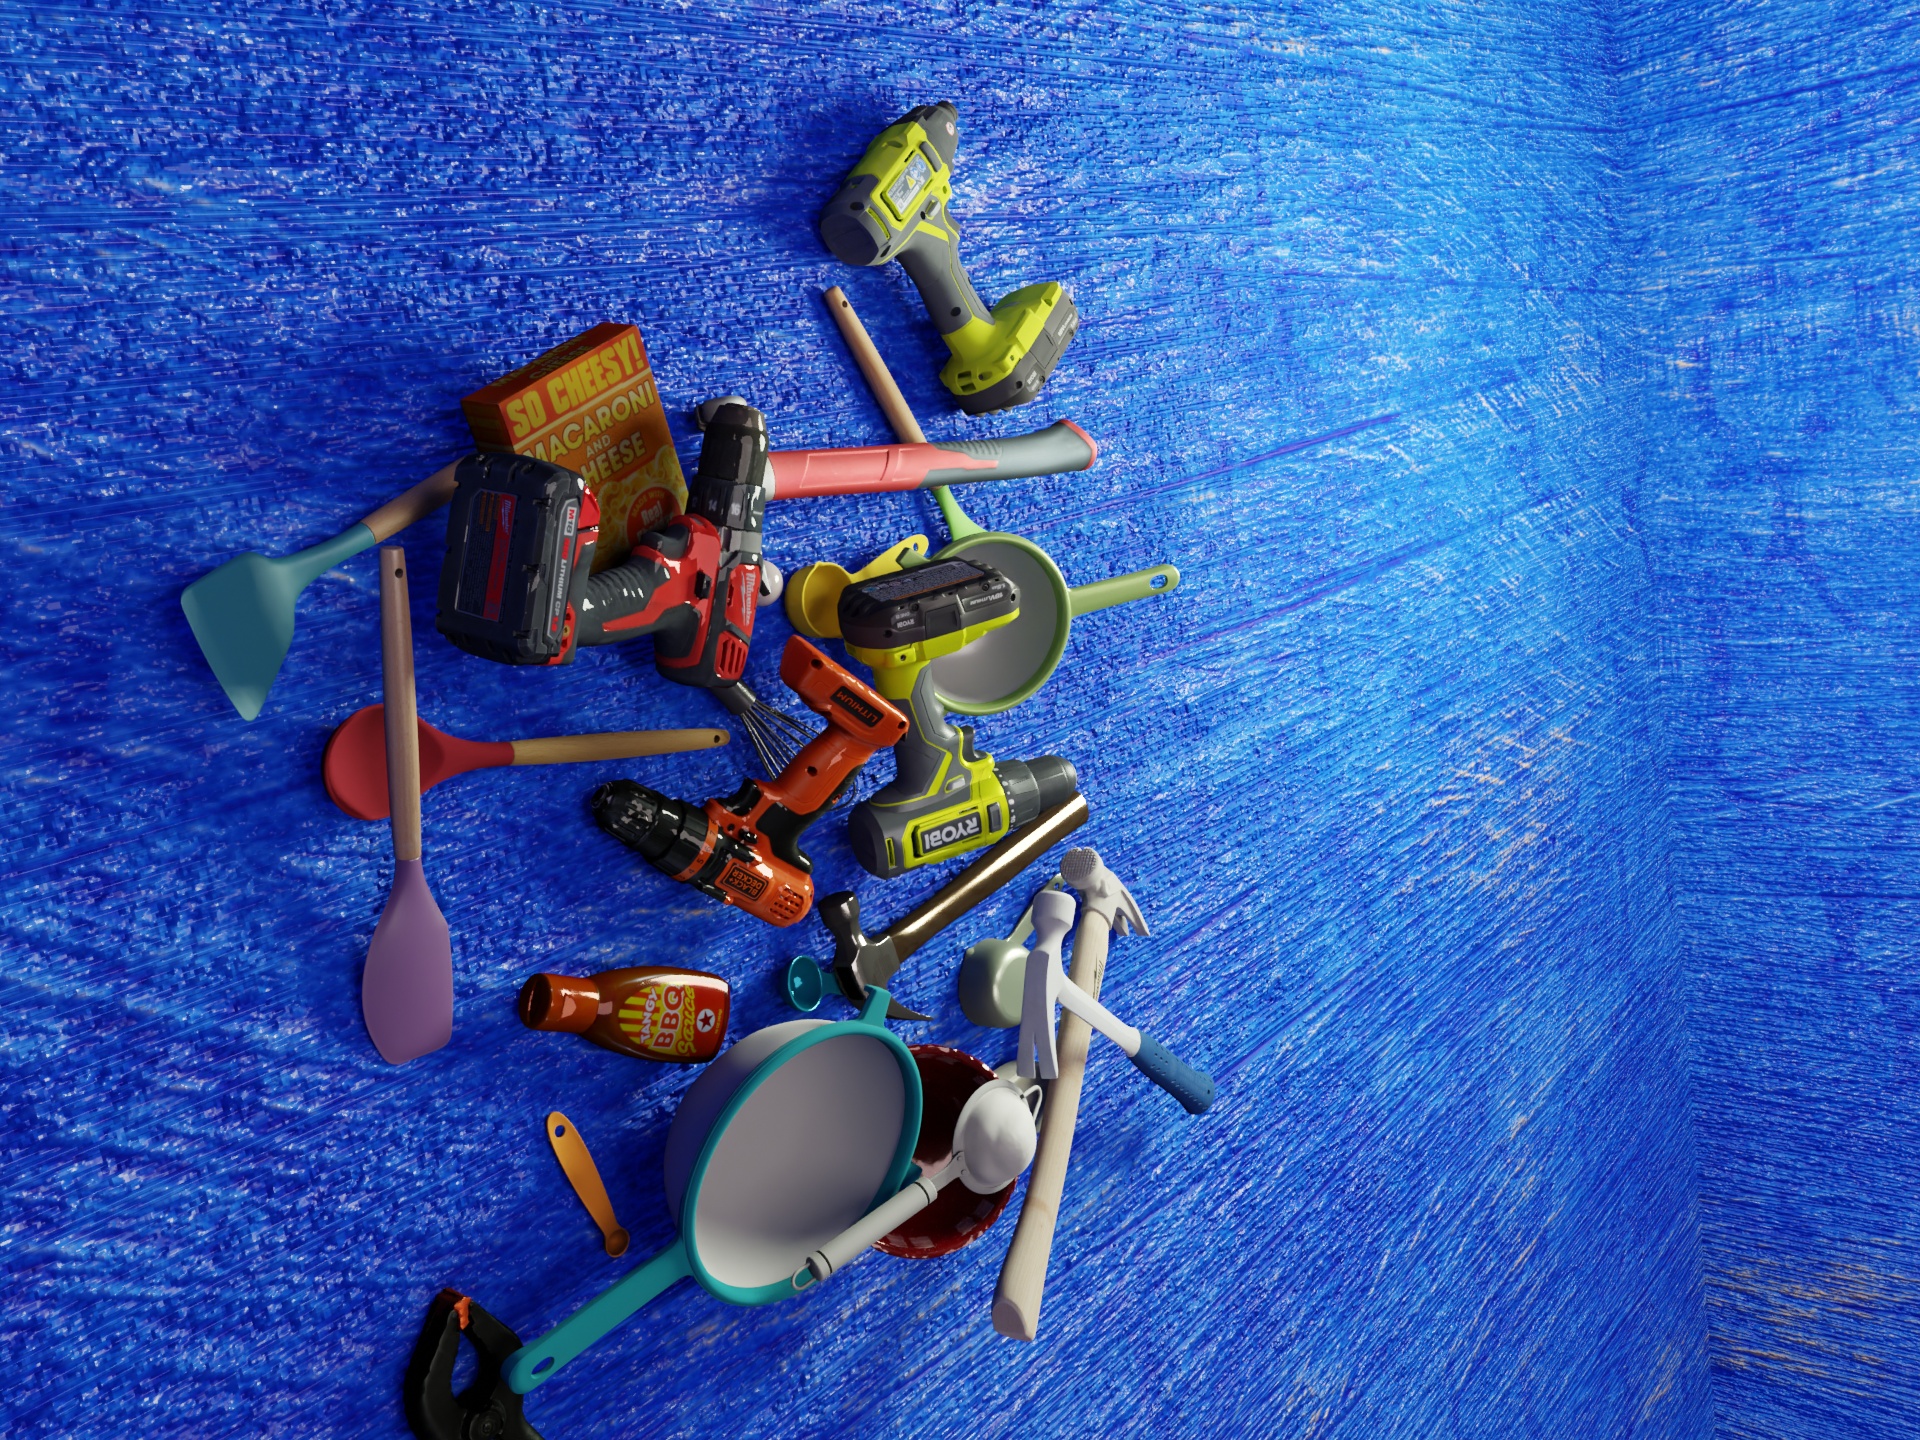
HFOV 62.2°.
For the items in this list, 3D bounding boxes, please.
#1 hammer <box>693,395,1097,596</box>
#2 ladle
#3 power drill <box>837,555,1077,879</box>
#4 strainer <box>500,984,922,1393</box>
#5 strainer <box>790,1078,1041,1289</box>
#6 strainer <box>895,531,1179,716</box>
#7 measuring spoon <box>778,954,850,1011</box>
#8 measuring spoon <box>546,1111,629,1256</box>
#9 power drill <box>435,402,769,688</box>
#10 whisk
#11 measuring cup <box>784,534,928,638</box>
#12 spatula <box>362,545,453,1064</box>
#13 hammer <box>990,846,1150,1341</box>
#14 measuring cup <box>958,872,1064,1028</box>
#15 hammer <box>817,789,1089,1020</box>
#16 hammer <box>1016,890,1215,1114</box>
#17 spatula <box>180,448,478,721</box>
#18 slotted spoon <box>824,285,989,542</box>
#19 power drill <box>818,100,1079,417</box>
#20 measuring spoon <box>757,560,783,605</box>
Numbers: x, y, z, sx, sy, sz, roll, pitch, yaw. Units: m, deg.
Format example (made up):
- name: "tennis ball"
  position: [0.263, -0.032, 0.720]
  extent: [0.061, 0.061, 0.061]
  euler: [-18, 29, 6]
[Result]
- name: "hammer"
  position: [-0.029, -0.184, 1.240]
  extent: [0.386, 0.038, 0.143]
  euler: [-12, 90, -42]
- name: "ladle"
  position: [-0.269, 0.019, 1.024]
  extent: [0.315, 0.031, 0.069]
  euler: [-4, 101, -50]
- name: "power drill"
  position: [-0.002, -0.004, 1.232]
  extent: [0.190, 0.080, 0.228]
  euler: [-18, 115, -24]
- name: "strainer"
  position: [-0.178, 0.321, 1.085]
  extent: [0.340, 0.095, 0.210]
  euler: [-31, 128, -33]
- name: "strainer"
  position: [-0.019, 0.342, 1.165]
  extent: [0.258, 0.050, 0.086]
  euler: [-27, 110, -33]
- name: "strainer"
  position: [0.057, -0.097, 1.312]
  extent: [0.256, 0.069, 0.151]
  euler: [-16, 112, -21]
- name: "measuring spoon"
  position: [-0.101, 0.204, 1.229]
  extent: [0.128, 0.021, 0.042]
  euler: [15, 67, -57]
- name: "measuring spoon"
  position: [-0.251, 0.309, 1.063]
  extent: [0.021, 0.011, 0.116]
  euler: [-38, 114, -42]
- name: "power drill"
  position: [-0.202, -0.115, 0.984]
  extent: [0.226, 0.080, 0.188]
  euler: [0, 102, -58]
- name: "whisk"
  position: [-0.154, -0.014, 1.140]
  extent: [0.238, 0.055, 0.055]
  euler: [50, 56, -33]
- name: "measuring cup"
  position: [-0.080, -0.112, 1.237]
  extent: [0.156, 0.029, 0.062]
  euler: [-37, 118, -45]
- name: "spatula"
  position: [-0.325, 0.055, 0.926]
  extent: [0.059, 0.018, 0.315]
  euler: [-15, 114, -48]
- name: "hammer"
  position: [0.093, 0.322, 1.369]
  extent: [0.146, 0.038, 0.411]
  euler: [52, 43, -46]
- name: "measuring cup"
  position: [0.060, 0.197, 1.389]
  extent: [0.168, 0.038, 0.083]
  euler: [-52, 127, -32]
- name: "hammer"
  position: [0.011, 0.141, 1.330]
  extent: [0.331, 0.031, 0.130]
  euler: [-32, 110, -46]
- name: "hammer"
  position: [0.145, 0.285, 1.393]
  extent: [0.405, 0.035, 0.144]
  euler: [45, 49, -53]
- name: "spatula"
  position: [-0.325, -0.120, 0.944]
  extent: [0.317, 0.044, 0.082]
  euler: [-46, 135, -40]
- name: "slotted spoon"
  position: [-0.031, -0.211, 1.291]
  extent: [0.070, 0.031, 0.313]
  euler: [-49, 124, -32]
- name: "power drill"
  position: [-0.002, -0.374, 1.286]
  extent: [0.223, 0.080, 0.171]
  euler: [51, 55, -33]
- name: "measuring spoon"
  position: [-0.172, -0.098, 1.137]
  extent: [0.124, 0.018, 0.034]
  euler: [-6, 95, -48]
